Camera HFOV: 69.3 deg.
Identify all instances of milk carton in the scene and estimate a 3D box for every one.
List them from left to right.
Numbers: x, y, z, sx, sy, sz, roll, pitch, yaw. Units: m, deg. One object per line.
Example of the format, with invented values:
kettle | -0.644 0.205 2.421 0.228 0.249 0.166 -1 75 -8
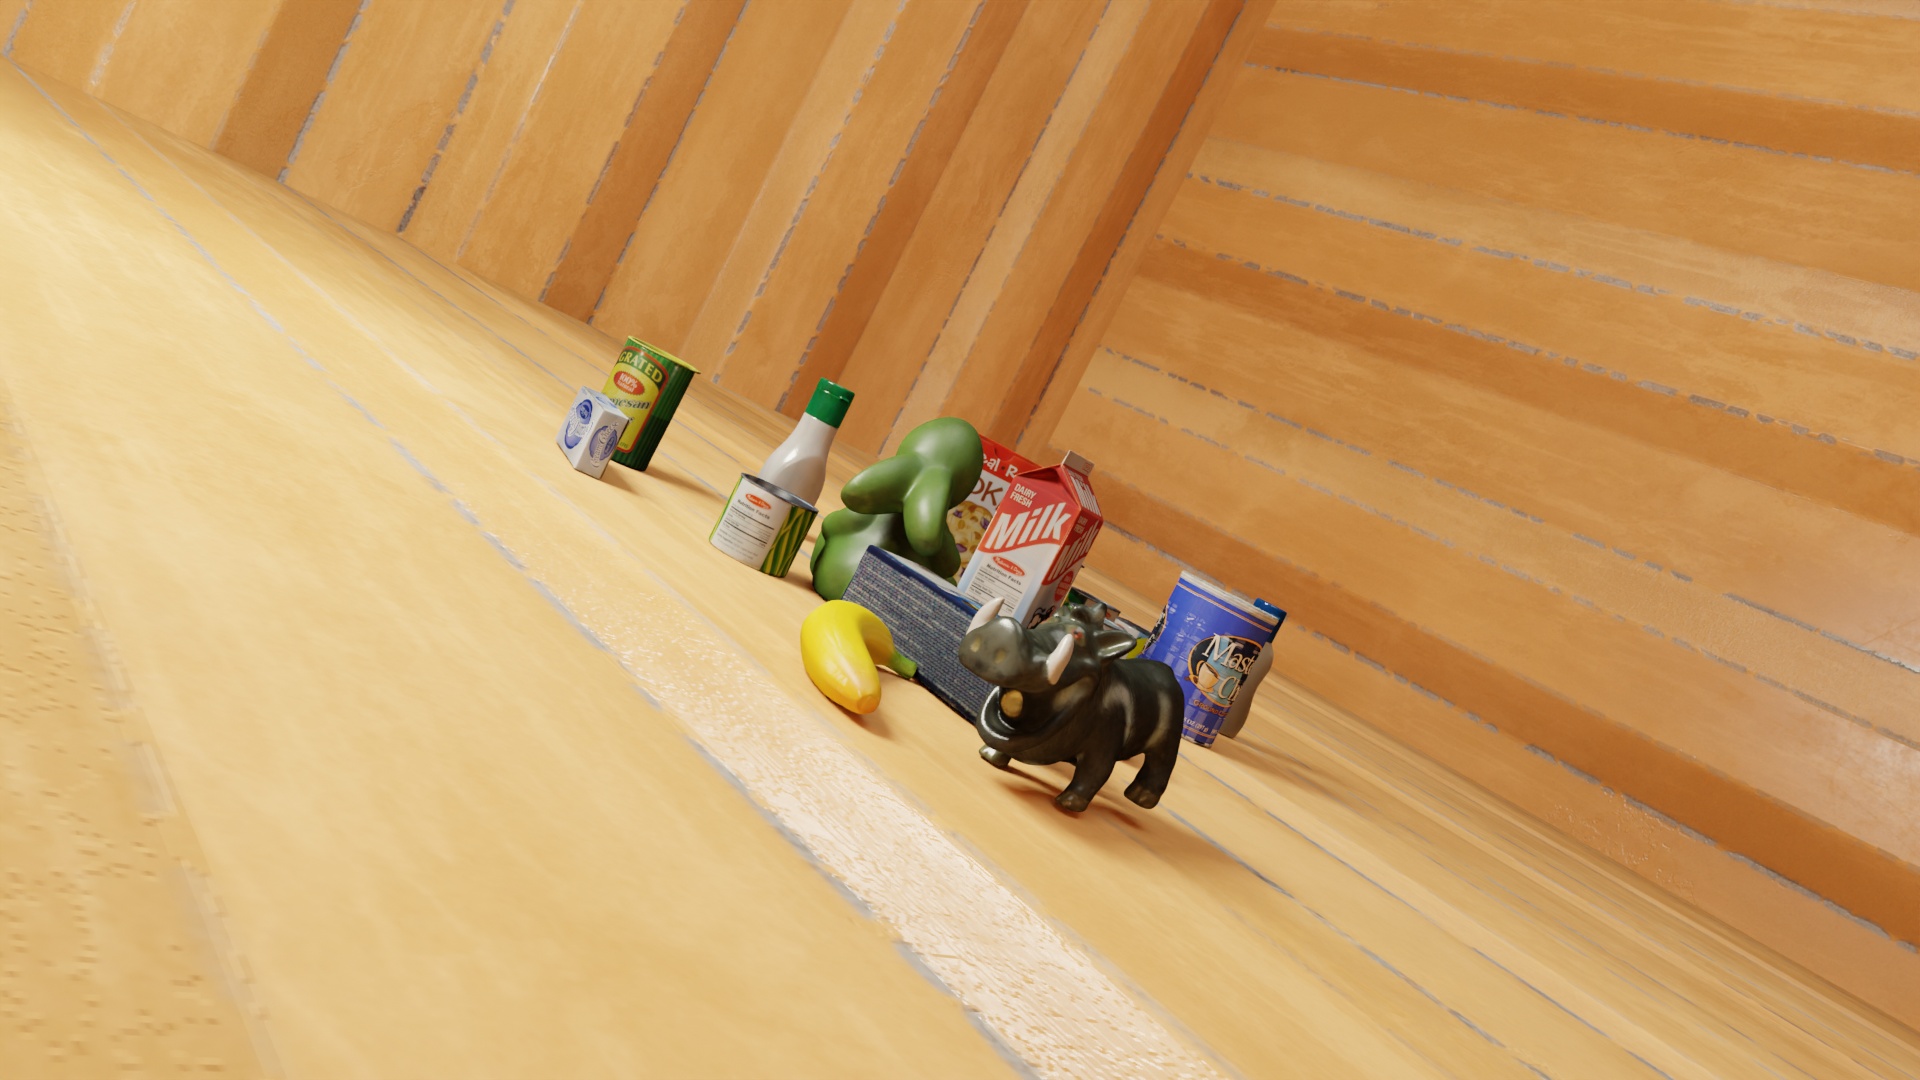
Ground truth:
milk carton | 0.065 0.009 1.250 0.073 0.190 0.072 29 4 24

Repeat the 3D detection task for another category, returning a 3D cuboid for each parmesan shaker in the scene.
parmesan shaker | -0.284 -0.119 1.232 0.071 0.103 0.071 27 4 -2

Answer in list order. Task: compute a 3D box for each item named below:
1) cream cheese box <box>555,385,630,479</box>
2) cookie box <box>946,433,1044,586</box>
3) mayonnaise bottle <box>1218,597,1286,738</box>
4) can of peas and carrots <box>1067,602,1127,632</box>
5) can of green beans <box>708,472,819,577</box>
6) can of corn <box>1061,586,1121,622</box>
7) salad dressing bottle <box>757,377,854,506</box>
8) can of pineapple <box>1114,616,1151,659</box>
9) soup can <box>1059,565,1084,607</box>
cream cheese box | -0.295 -0.087 1.109 0.024 0.053 0.104 25 4 -29
cookie box | 0.005 -0.017 1.352 0.123 0.167 0.040 27 3 -8
mayonnaise bottle | 0.300 0.134 1.489 0.065 0.148 0.041 26 3 -17
can of peas and carrots | 0.125 0.102 1.402 0.071 0.058 0.071 27 4 -2
can of green beans | -0.150 -0.012 1.058 0.071 0.058 0.071 27 4 -2
can of corn | 0.147 0.094 1.642 0.071 0.058 0.071 27 4 -2
salad dressing bottle | -0.148 -0.082 1.322 0.064 0.147 0.044 24 5 -43
can of pineapple | 0.192 0.125 1.547 0.071 0.058 0.071 27 4 -2
soup can | 0.105 0.053 1.718 0.071 0.083 0.071 27 4 -2
